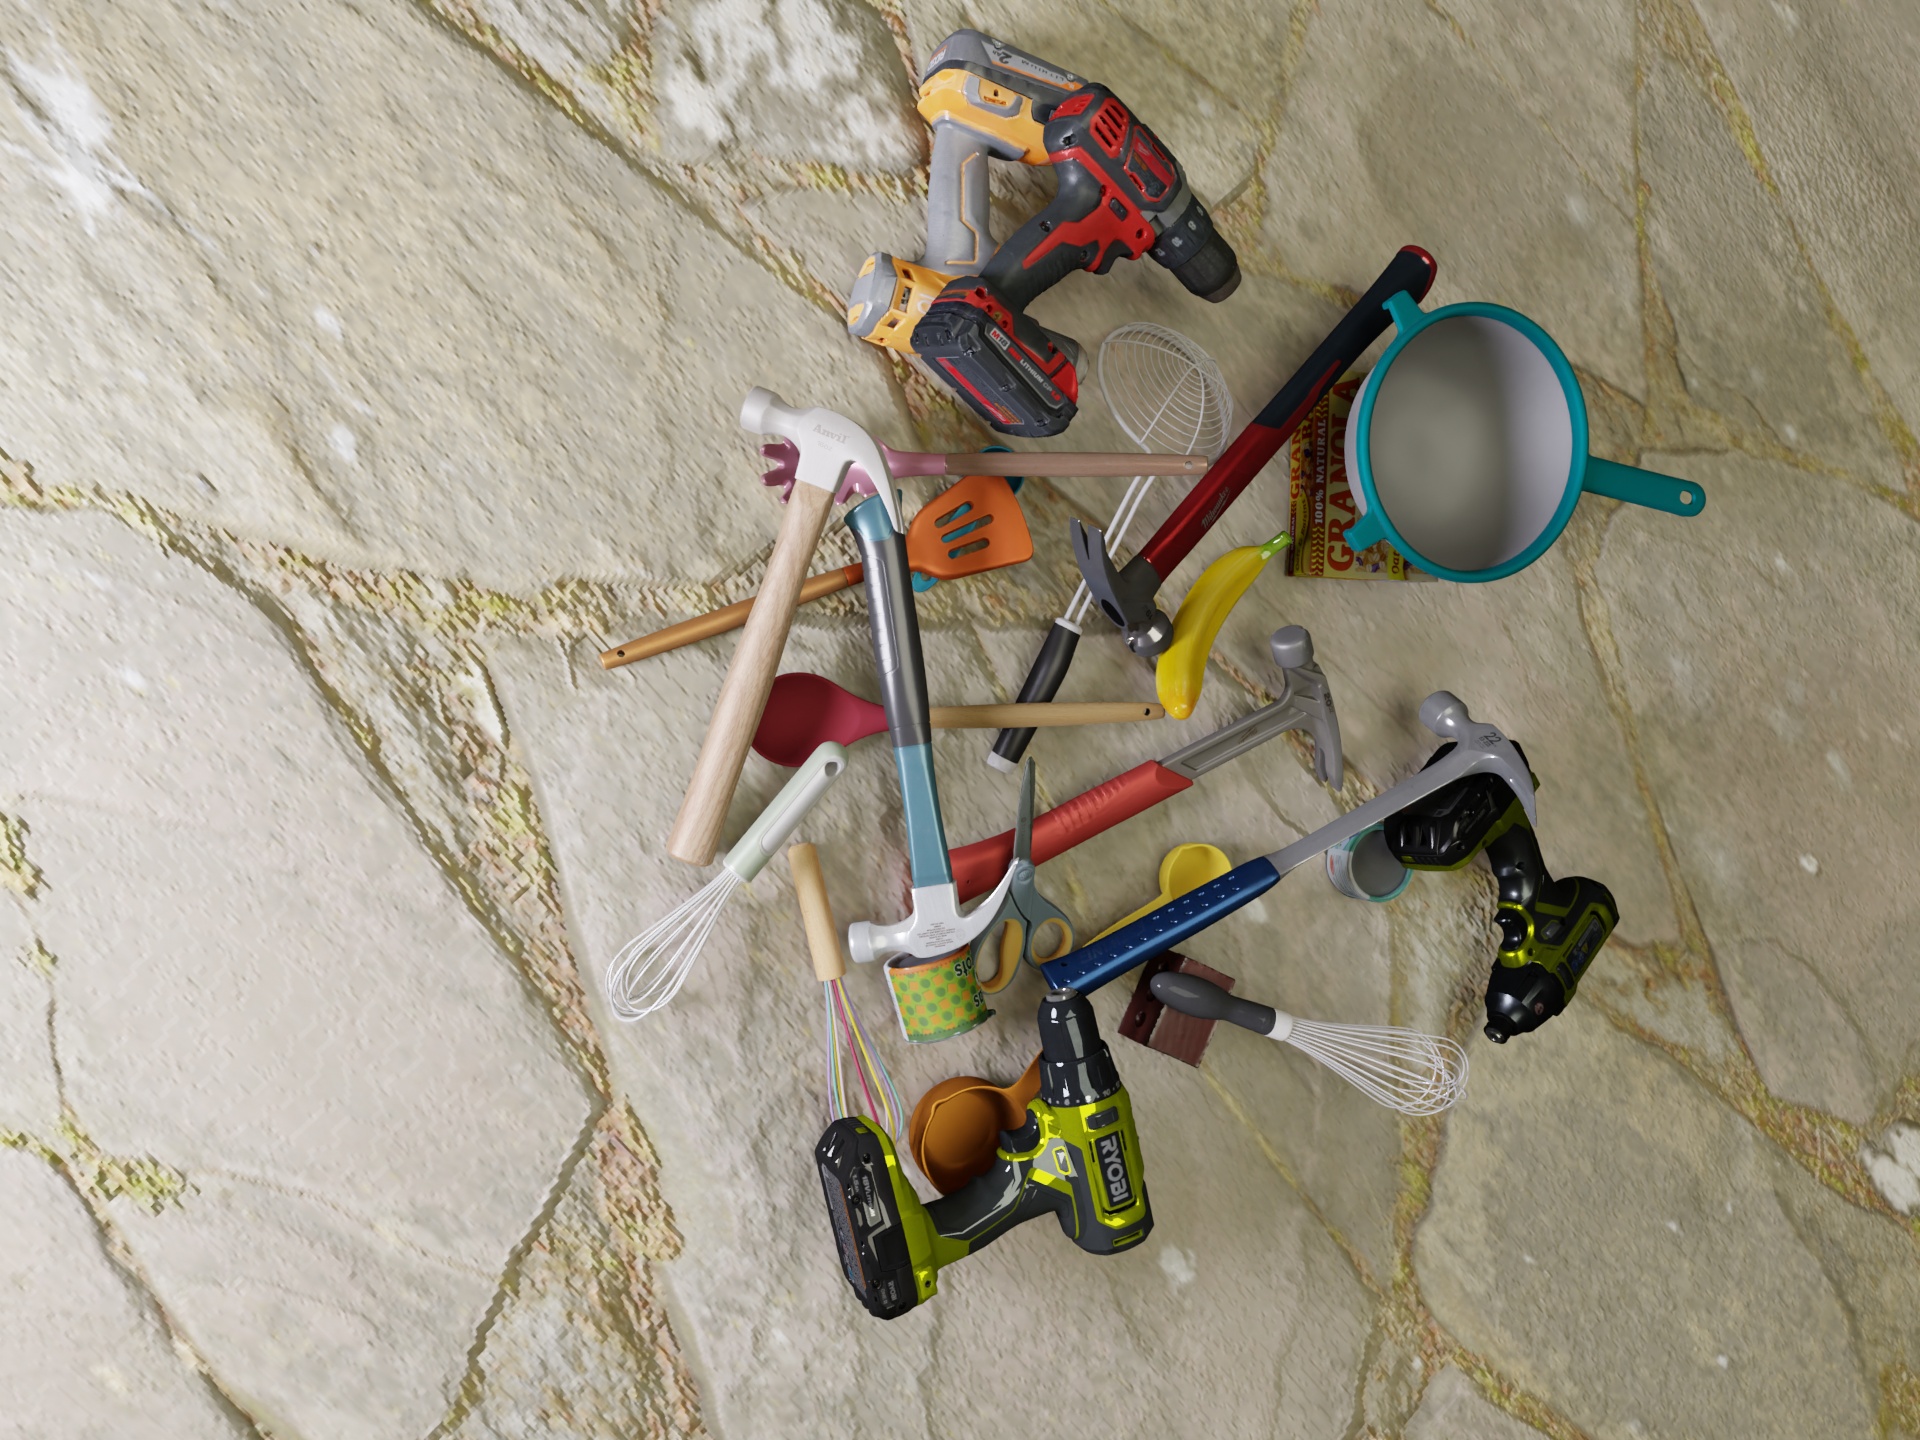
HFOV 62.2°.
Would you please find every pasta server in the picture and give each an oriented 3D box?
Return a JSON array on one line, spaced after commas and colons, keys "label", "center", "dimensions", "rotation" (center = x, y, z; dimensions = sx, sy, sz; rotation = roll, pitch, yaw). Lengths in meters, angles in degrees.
[{"label": "pasta server", "center": [0.016, -0.181, 1.129], "dimensions": [0.316, 0.040, 0.060], "rotation": [2, 101, 8]}]

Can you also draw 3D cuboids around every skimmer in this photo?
[{"label": "skimmer", "center": [0.100, -0.132, 1.226], "dimensions": [0.127, 0.090, 0.363], "rotation": [25, 94, -23]}]

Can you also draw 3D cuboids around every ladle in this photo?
[{"label": "ladle", "center": [-0.002, -0.004, 1.172], "dimensions": [0.315, 0.031, 0.069], "rotation": [-1, 97, -10]}]

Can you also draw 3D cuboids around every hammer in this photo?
[{"label": "hammer", "center": [-0.038, 0.004, 1.127], "dimensions": [0.128, 0.033, 0.331], "rotation": [-8, 95, 6]}, {"label": "hammer", "center": [-0.135, -0.054, 1.104], "dimensions": [0.130, 0.031, 0.331], "rotation": [21, 99, 7]}, {"label": "hammer", "center": [0.134, 0.064, 1.229], "dimensions": [0.359, 0.037, 0.149], "rotation": [-26, 119, -12]}, {"label": "hammer", "center": [0.230, -0.230, 1.199], "dimensions": [0.386, 0.038, 0.143], "rotation": [-49, 138, -12]}, {"label": "hammer", "center": [0.249, 0.110, 1.213], "dimensions": [0.405, 0.144, 0.035], "rotation": [-28, 129, -8]}]

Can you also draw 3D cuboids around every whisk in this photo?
[{"label": "whisk", "center": [-0.161, 0.112, 1.111], "dimensions": [0.246, 0.059, 0.057], "rotation": [-50, 128, -1]}, {"label": "whisk", "center": [-0.085, 0.208, 1.165], "dimensions": [0.051, 0.047, 0.245], "rotation": [-14, 93, -17]}, {"label": "whisk", "center": [0.273, 0.243, 1.229], "dimensions": [0.284, 0.070, 0.070], "rotation": [21, 85, -15]}]

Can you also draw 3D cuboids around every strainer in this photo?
[{"label": "strainer", "center": [0.435, -0.204, 1.265], "dimensions": [0.340, 0.095, 0.211], "rotation": [8, 92, -22]}]

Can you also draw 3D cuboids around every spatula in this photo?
[{"label": "spatula", "center": [-0.105, -0.099, 1.149], "dimensions": [0.322, 0.041, 0.081], "rotation": [-21, 84, -16]}]

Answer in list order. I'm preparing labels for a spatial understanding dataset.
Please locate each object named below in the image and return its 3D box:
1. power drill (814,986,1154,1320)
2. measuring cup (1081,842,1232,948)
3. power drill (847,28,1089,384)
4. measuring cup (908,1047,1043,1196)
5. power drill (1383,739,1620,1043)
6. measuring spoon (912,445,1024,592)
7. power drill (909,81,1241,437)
[{"label": "power drill", "center": [0.020, 0.308, 1.131], "dimensions": [0.228, 0.080, 0.190], "rotation": [-15, 97, -20]}, {"label": "measuring cup", "center": [0.144, 0.151, 1.252], "dimensions": [0.156, 0.029, 0.062], "rotation": [-33, 101, -10]}, {"label": "power drill", "center": [0.031, -0.363, 1.172], "dimensions": [0.185, 0.084, 0.226], "rotation": [15, 90, -21]}, {"label": "measuring cup", "center": [0.033, 0.281, 1.202], "dimensions": [0.095, 0.052, 0.173], "rotation": [46, 76, -14]}, {"label": "power drill", "center": [0.445, 0.140, 1.306], "dimensions": [0.171, 0.080, 0.223], "rotation": [-44, 111, -27]}, {"label": "measuring spoon", "center": [0.002, -0.150, 1.201], "dimensions": [0.042, 0.021, 0.128], "rotation": [35, 89, -4]}, {"label": "power drill", "center": [0.092, -0.308, 1.132], "dimensions": [0.187, 0.080, 0.227], "rotation": [39, 80, -29]}]
